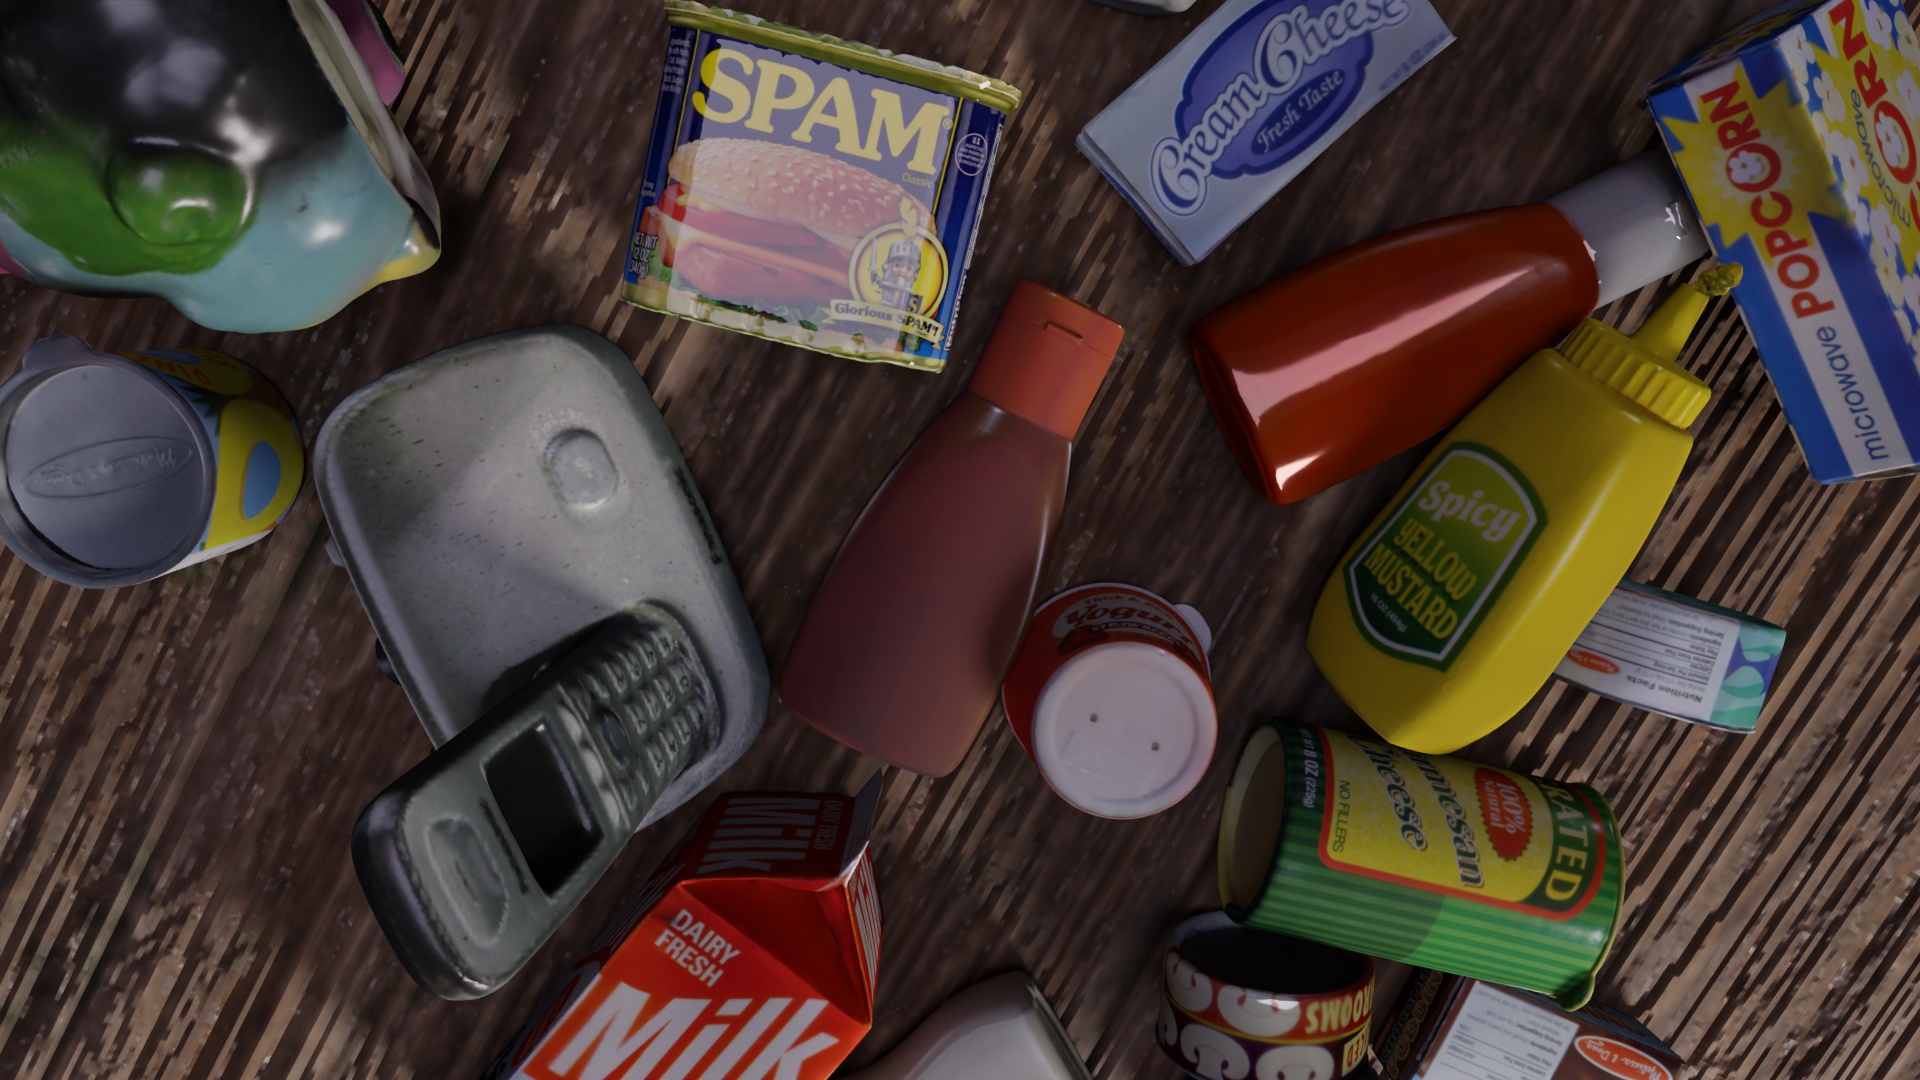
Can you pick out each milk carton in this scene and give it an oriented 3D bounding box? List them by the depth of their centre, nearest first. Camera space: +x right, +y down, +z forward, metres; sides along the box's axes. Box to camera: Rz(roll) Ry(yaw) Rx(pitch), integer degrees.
[{"bbox_3d":[-0.086,0.151,0.432,0.073,0.072,0.190,40,96,-6],"label":"milk carton"}]

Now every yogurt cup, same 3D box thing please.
[{"bbox_3d":[0.047,0.051,0.429,0.072,0.054,0.072,0,100,0],"label":"yogurt cup"}]

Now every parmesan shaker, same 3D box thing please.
[{"bbox_3d":[0.139,0.099,0.429,0.103,0.071,0.071,13,99,-4],"label":"parmesan shaker"}]

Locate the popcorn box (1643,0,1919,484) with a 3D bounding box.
[{"bbox_3d":[0.255,-0.091,0.398,0.085,0.038,0.126,-34,100,-33],"label":"popcorn box"}]

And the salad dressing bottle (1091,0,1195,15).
[{"bbox_3d":[0.065,-0.228,0.390,0.064,0.044,0.147,16,98,-2],"label":"salad dressing bottle"}]

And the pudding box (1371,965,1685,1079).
[{"bbox_3d":[0.188,0.172,0.462,0.084,0.030,0.049,24,97,-5],"label":"pudding box"}]

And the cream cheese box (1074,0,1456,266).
[{"bbox_3d":[0.090,-0.135,0.415,0.104,0.024,0.053,-41,97,5],"label":"cream cheese box"}]

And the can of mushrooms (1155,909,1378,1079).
[{"bbox_3d":[0.098,0.144,0.436,0.071,0.071,0.033,3,98,-2],"label":"can of mushrooms"}]

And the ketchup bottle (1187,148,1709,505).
[{"bbox_3d":[0.147,-0.068,0.417,0.149,0.043,0.064,-26,104,3],"label":"ketchup bottle"}]

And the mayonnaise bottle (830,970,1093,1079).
[{"bbox_3d":[-0.029,0.203,0.458,0.148,0.041,0.064,-29,97,4],"label":"mayonnaise bottle"}]

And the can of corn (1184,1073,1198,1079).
[{"bbox_3d":[0.104,0.206,0.451,0.071,0.058,0.071,0,99,-1],"label":"can of corn"}]

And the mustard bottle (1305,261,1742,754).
[{"bbox_3d":[0.165,-0.013,0.400,0.049,0.065,0.159,11,119,-38],"label":"mustard bottle"}]

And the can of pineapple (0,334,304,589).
[{"bbox_3d":[-0.238,-0.025,0.409,0.071,0.058,0.071,0,99,-1],"label":"can of pineapple"}]

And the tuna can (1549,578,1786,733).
[{"bbox_3d":[0.212,0.032,0.425,0.071,0.071,0.032,14,98,-3],"label":"tuna can"}]

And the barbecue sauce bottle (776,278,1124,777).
[{"bbox_3d":[0.002,-0.005,0.424,0.065,0.044,0.148,26,97,-4],"label":"barbecue sauce bottle"}]
